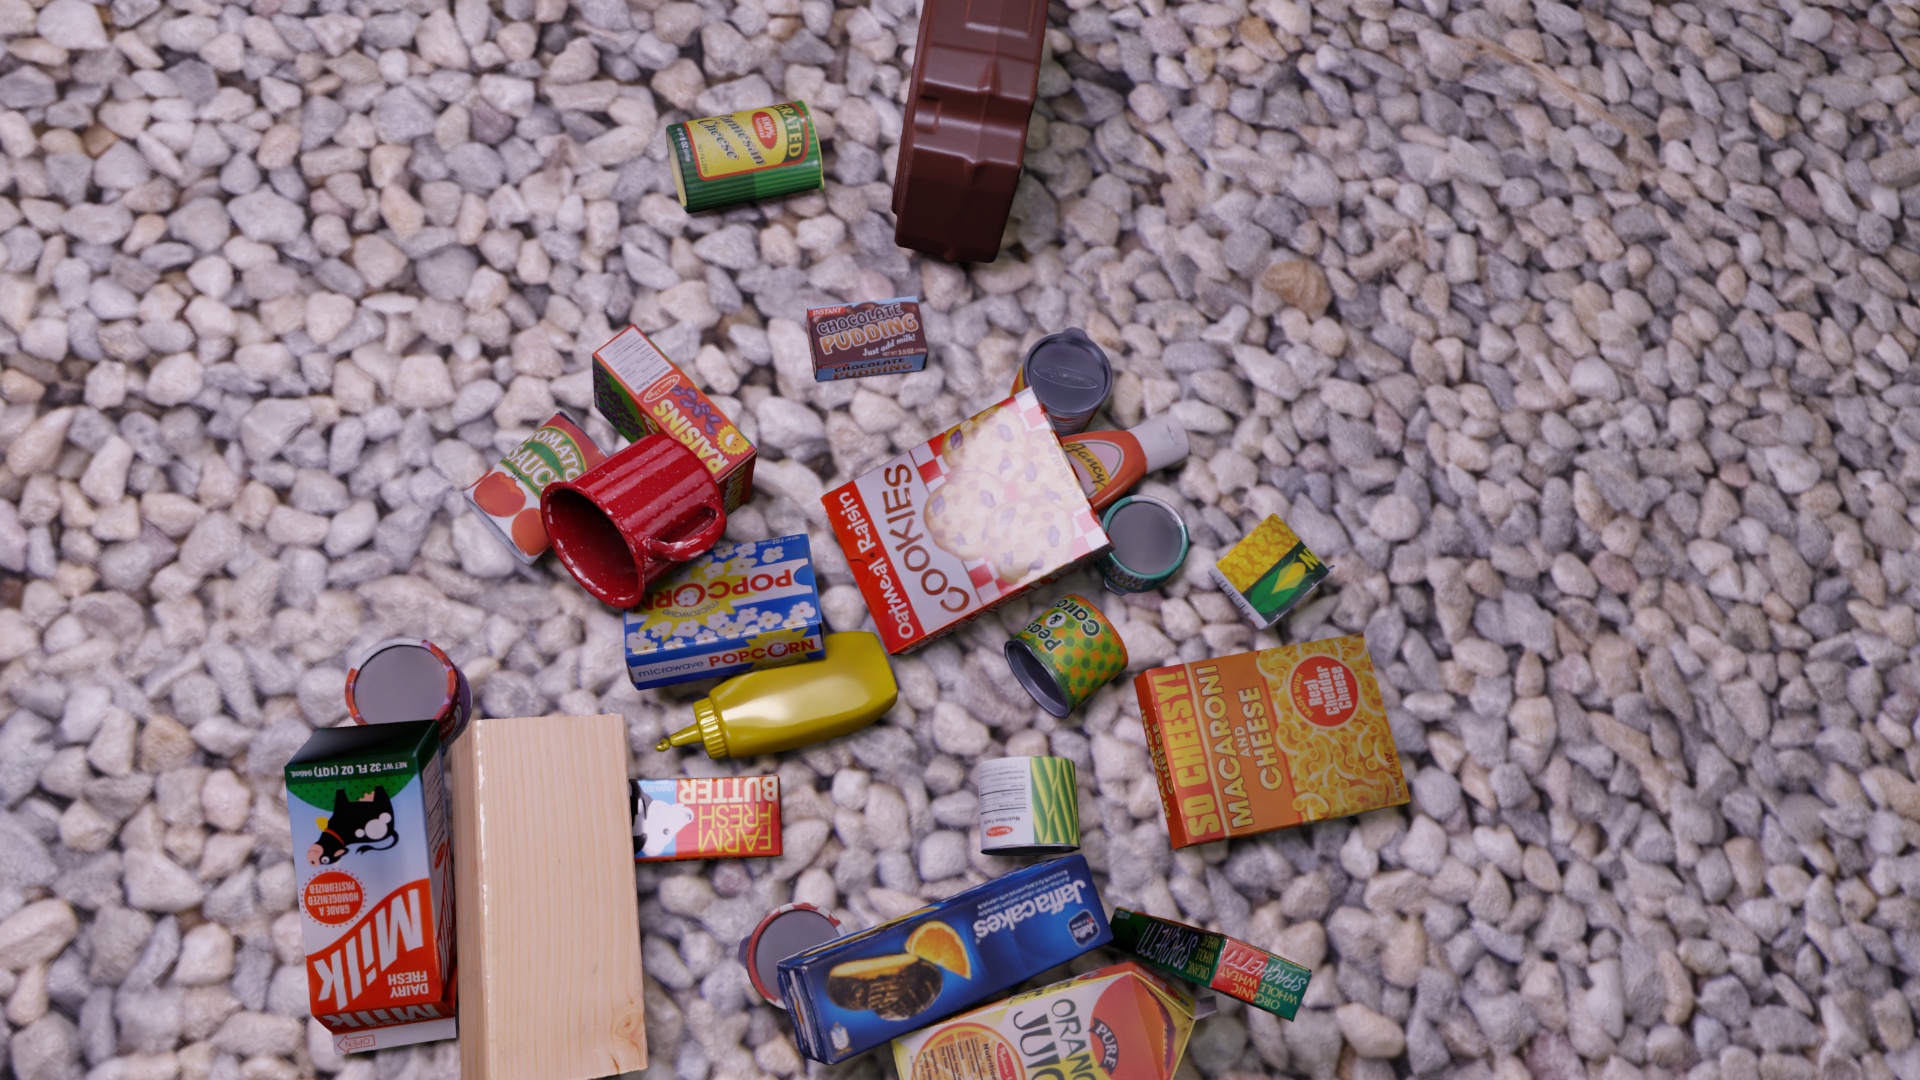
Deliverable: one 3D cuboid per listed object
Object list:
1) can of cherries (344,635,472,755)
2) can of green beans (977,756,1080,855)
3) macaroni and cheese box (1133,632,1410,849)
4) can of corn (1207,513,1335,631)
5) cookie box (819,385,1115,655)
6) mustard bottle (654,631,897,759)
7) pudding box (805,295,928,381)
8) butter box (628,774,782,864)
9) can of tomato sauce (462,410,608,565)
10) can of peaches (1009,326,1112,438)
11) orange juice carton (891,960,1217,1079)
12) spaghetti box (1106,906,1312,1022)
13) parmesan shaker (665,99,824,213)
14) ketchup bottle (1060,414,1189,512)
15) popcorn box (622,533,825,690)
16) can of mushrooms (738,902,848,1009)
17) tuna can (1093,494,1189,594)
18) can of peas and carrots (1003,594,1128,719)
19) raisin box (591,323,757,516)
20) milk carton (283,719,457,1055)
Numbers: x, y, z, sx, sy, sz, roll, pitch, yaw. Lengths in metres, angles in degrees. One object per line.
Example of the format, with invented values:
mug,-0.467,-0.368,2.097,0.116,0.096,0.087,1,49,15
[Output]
can of cherries,-0.347,0.101,0.878,0.071,0.058,0.071,3,71,-9
can of green beans,0.045,0.176,0.917,0.071,0.071,0.058,1,72,-9
macaroni and cheese box,0.216,0.140,0.972,0.167,0.040,0.124,-8,74,-13
can of corn,0.222,0.021,0.998,0.071,0.071,0.058,-39,82,-19
cookie box,0.003,-0.012,0.954,0.167,0.040,0.123,-27,77,7
mustard bottle,-0.124,0.109,0.919,0.160,0.048,0.065,-17,69,-14
pudding box,-0.069,-0.149,1.024,0.084,0.030,0.050,-7,73,-12
butter box,-0.168,0.181,0.901,0.103,0.024,0.053,0,71,-10
can of tomato sauce,-0.279,-0.035,0.928,0.071,0.071,0.083,43,71,6
can of peaches,0.073,-0.113,1.022,0.071,0.058,0.071,3,71,-8
orange juice carton,0.063,0.308,0.845,0.193,0.071,0.073,-17,75,4
spaghetti box,0.136,0.243,0.814,0.050,0.249,0.029,23,77,-2
parmesan shaker,-0.160,-0.283,1.033,0.103,0.071,0.071,-15,75,-14
ketchup bottle,0.094,-0.050,1.013,0.149,0.043,0.065,-22,77,-16
popcorn box,-0.157,0.046,0.915,0.127,0.038,0.085,-10,44,-6
can of mushrooms,-0.105,0.263,0.880,0.071,0.033,0.071,3,72,-9
tuna can,0.129,0.004,1.006,0.071,0.032,0.071,3,71,-9
can of peas and carrots,0.072,0.077,0.952,0.059,0.070,0.071,-37,81,-19
raisin box,-0.195,-0.077,0.948,0.123,0.085,0.040,46,66,7
milk carton,-0.341,0.209,0.816,0.072,0.073,0.190,-4,99,-11
